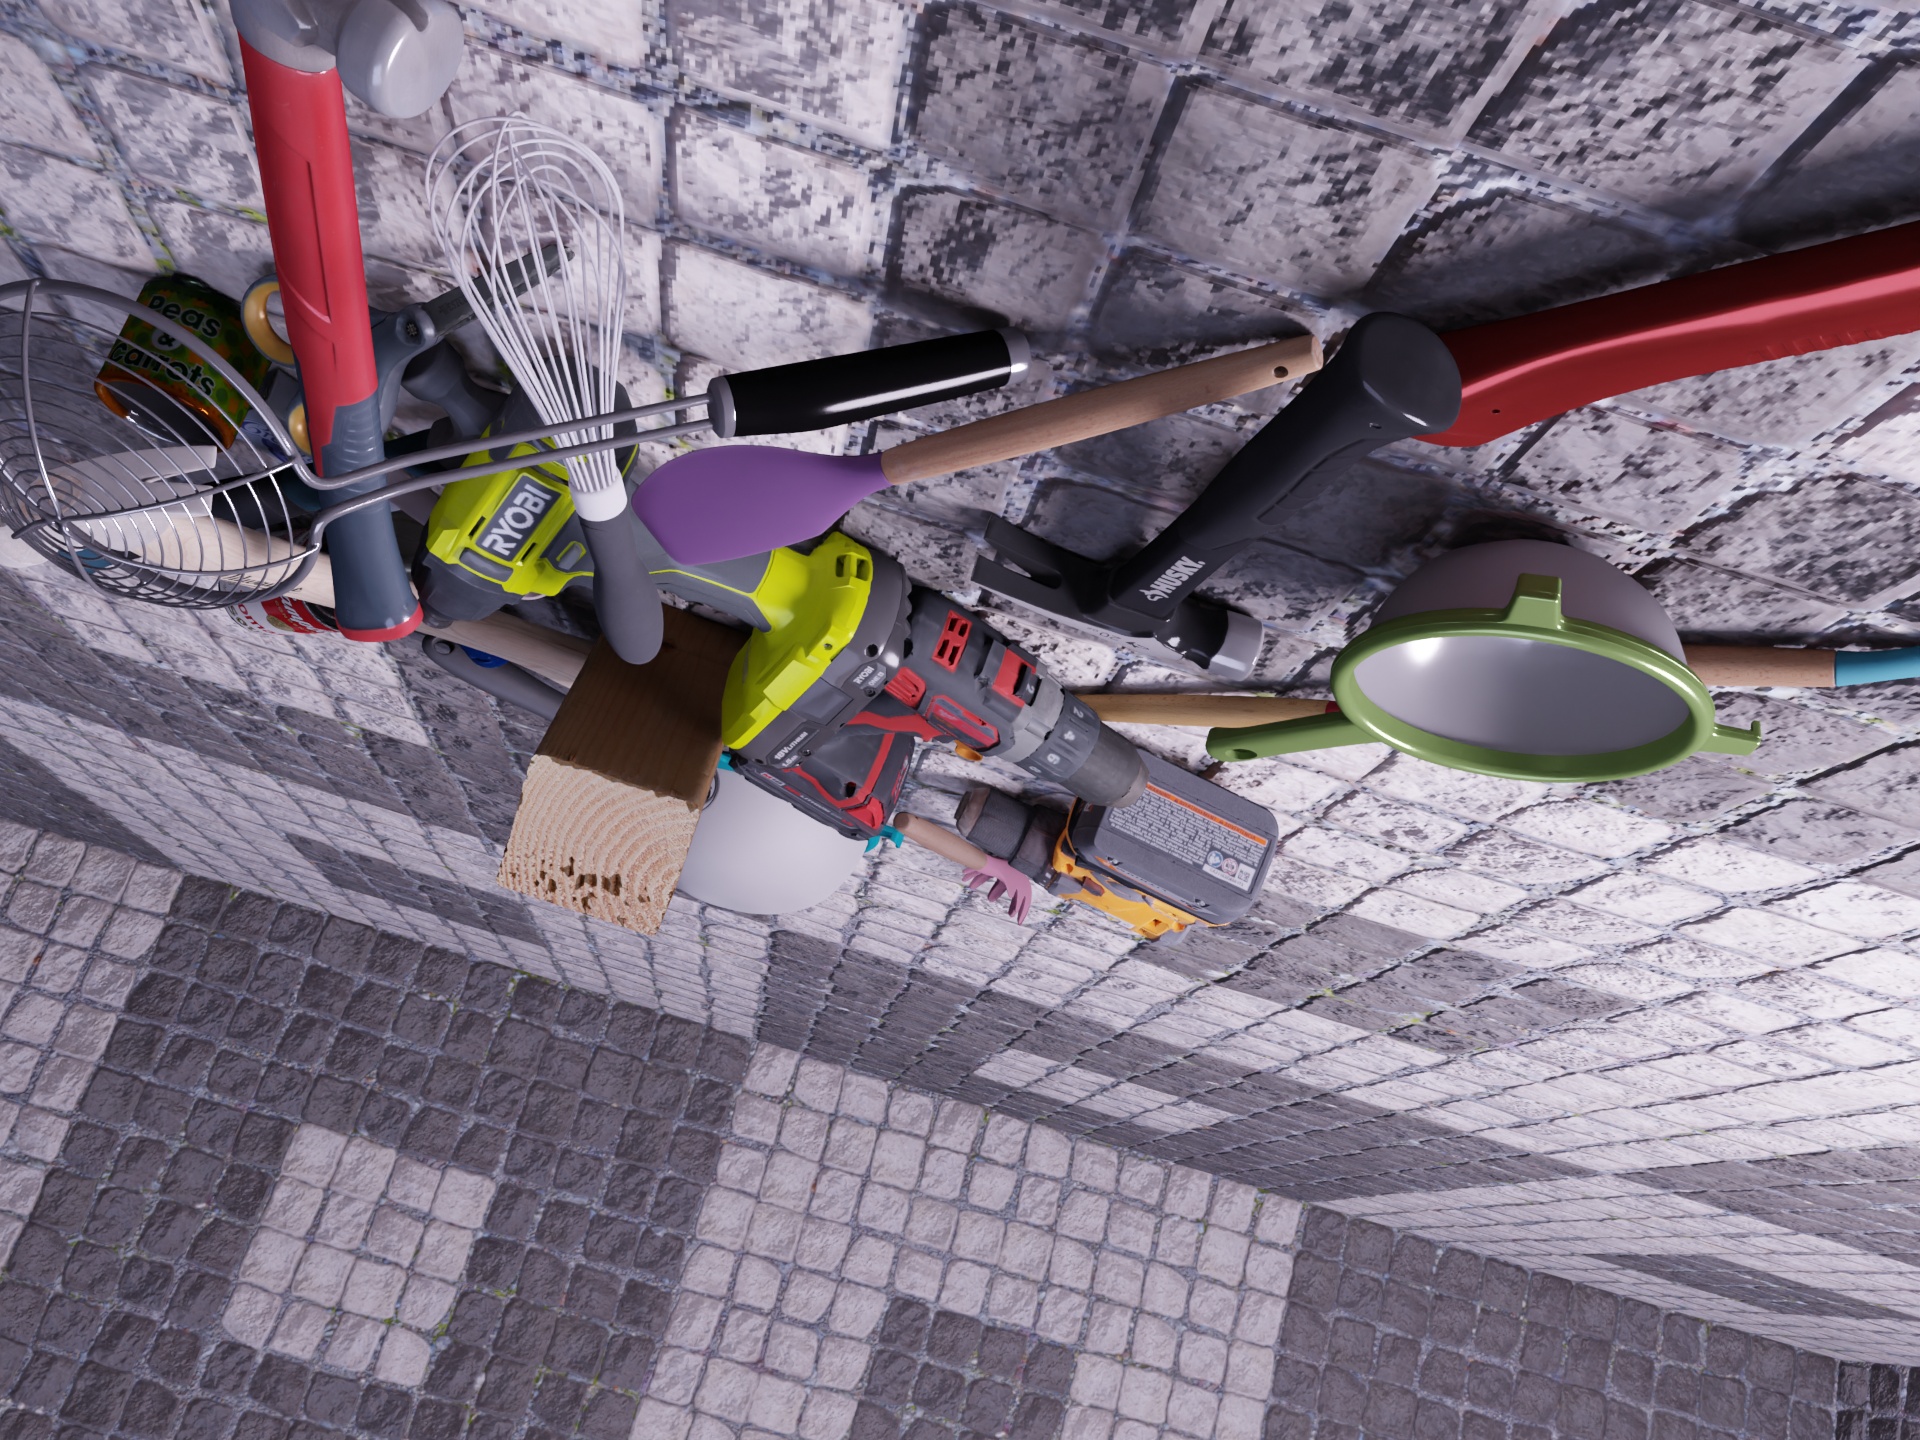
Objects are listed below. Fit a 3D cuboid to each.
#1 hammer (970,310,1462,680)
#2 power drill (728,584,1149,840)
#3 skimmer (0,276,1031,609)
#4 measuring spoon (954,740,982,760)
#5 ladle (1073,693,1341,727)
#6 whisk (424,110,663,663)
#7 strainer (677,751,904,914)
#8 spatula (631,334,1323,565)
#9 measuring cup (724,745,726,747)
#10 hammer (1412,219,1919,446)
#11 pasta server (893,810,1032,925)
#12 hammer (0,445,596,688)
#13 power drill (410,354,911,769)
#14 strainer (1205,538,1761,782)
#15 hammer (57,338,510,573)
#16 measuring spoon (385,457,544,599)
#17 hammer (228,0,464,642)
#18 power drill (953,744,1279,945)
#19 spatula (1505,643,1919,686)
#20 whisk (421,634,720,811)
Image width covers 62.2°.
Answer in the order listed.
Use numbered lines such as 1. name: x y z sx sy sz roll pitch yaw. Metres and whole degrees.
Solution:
1. hammer: 0.100 -0.081 0.630 0.146 0.035 0.334 18 168 -6
2. power drill: -0.016 0.010 0.947 0.187 0.080 0.227 33 151 -25
3. skimmer: -0.153 -0.118 0.569 0.363 0.090 0.127 -15 141 -20
4. measuring spoon: -0.002 -0.003 1.013 0.021 0.011 0.116 14 157 18
5. ladle: 0.173 -0.006 0.850 0.315 0.031 0.069 2 155 38
6. whisk: -0.157 -0.119 0.655 0.070 0.070 0.284 12 143 10
7. strainer: -0.211 0.117 1.359 0.210 0.095 0.340 26 156 -25
8. spatula: -0.008 -0.110 0.645 0.316 0.018 0.059 -9 134 29
9. measuring cup: -0.186 0.000 1.103 0.038 0.083 0.168 57 168 -13
10. hammer: 0.280 -0.130 0.425 0.359 0.037 0.149 -4 151 43
11. pasta server: 0.001 0.106 1.176 0.060 0.040 0.316 35 179 21
12. hammer: -0.305 -0.066 0.887 0.146 0.038 0.410 -6 168 26
13. power drill: -0.152 -0.066 0.800 0.223 0.080 0.171 27 132 -27
14. strainer: 0.206 -0.025 0.709 0.151 0.069 0.256 26 159 -28
15. hammer: -0.362 -0.121 0.845 0.331 0.033 0.128 -8 150 24
16. measuring spoon: -0.257 -0.104 0.811 0.034 0.018 0.124 -29 131 27
17. hammer: -0.256 -0.151 0.618 0.143 0.038 0.386 35 149 5
18. power drill: 0.095 0.081 1.060 0.185 0.084 0.226 26 164 -2
19. spatula: 0.340 -0.014 0.673 0.317 0.044 0.082 3 156 34
20. whisk: -0.283 0.000 1.161 0.239 0.055 0.055 30 157 -12
